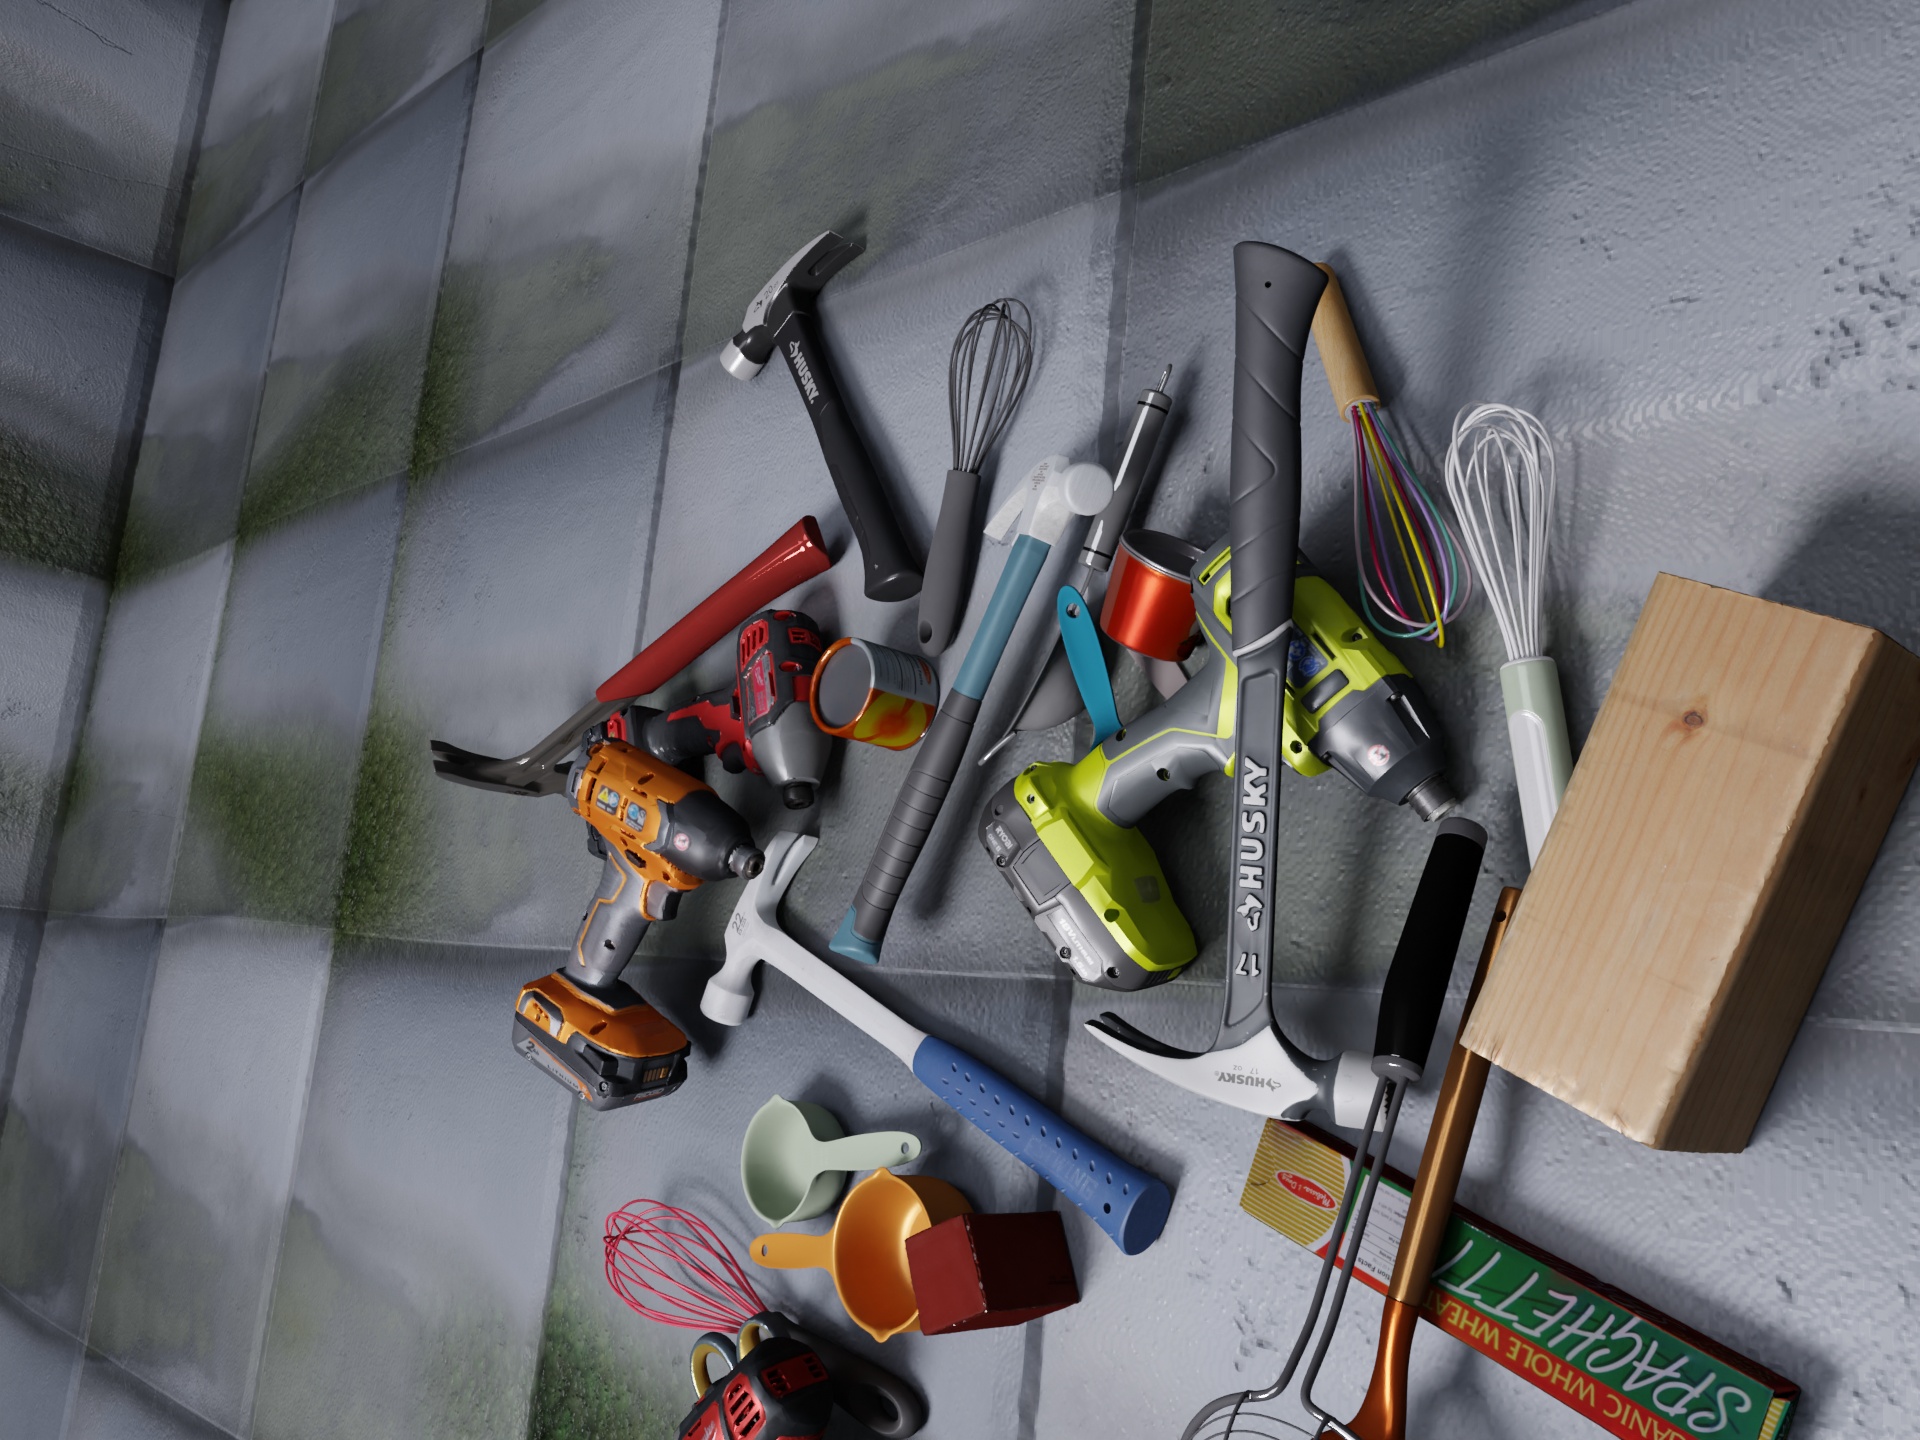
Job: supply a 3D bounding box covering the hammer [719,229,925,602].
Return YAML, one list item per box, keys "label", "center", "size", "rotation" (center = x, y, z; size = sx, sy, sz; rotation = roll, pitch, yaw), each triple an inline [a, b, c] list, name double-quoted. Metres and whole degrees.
- label: "hammer"
  center: [-0.087, -0.213, 1.145]
  size: [0.146, 0.035, 0.335]
  rotation: [-45, 49, 28]

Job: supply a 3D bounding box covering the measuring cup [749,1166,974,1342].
- label: "measuring cup"
  center: [-0.057, 0.318, 0.955]
  size: [0.173, 0.052, 0.095]
  rotation: [-18, 66, 44]

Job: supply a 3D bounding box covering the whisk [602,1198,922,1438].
- label: "whisk"
  center: [-0.134, 0.381, 1.016]
  size: [0.296, 0.073, 0.073]
  rotation: [13, 88, 40]

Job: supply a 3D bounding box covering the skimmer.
- label: "skimmer"
  center: [0.178, 0.214, 0.662]
  size: [0.127, 0.090, 0.363]
  rotation: [-6, 51, 46]

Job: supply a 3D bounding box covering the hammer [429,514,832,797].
- label: "hammer"
  center: [-0.237, -0.043, 1.198]
  size: [0.359, 0.149, 0.037]
  rotation: [-35, 60, 27]

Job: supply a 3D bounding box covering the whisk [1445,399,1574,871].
- label: "whisk"
  center: [0.259, -0.033, 0.732]
  size: [0.058, 0.059, 0.246]
  rotation: [-23, 67, 54]

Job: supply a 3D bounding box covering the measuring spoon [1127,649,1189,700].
- label: "measuring spoon"
  center: [0.114, -0.024, 0.898]
  size: [0.034, 0.018, 0.124]
  rotation: [-51, 47, 23]

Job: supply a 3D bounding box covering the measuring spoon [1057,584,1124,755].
- label: "measuring spoon"
  center: [0.081, -0.016, 0.898]
  size: [0.042, 0.021, 0.128]
  rotation: [-16, 93, 29]

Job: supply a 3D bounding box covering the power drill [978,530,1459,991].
- label: "power drill"
  center: [0.129, 0.033, 0.816]
  size: [0.223, 0.080, 0.171]
  rotation: [-45, 66, 24]

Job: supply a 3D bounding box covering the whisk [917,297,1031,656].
- label: "whisk"
  center: [0.005, -0.158, 1.035]
  size: [0.055, 0.055, 0.239]
  rotation: [13, 93, 47]

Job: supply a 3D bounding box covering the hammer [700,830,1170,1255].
- label: "hammer"
  center: [-0.027, 0.194, 0.970]
  size: [0.406, 0.035, 0.144]
  rotation: [25, 97, 47]

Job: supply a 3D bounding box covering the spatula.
- label: "spatula"
  center: [0.192, 0.224, 0.684]
  size: [0.081, 0.041, 0.323]
  rotation: [7, 76, 55]

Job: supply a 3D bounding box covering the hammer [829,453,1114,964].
- label: "hammer"
  center: [-0.002, -0.003, 0.953]
  size: [0.331, 0.033, 0.128]
  rotation: [-66, 15, 6]

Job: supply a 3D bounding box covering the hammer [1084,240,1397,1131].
- label: "hammer"
  center: [0.137, -0.018, 0.751]
  size: [0.149, 0.036, 0.409]
  rotation: [3, 93, 27]

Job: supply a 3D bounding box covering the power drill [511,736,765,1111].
- label: "power drill"
  center: [-0.215, 0.143, 1.079]
  size: [0.164, 0.084, 0.226]
  rotation: [23, 103, 34]

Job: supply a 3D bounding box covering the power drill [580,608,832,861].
- label: "power drill"
  center: [-0.177, 0.025, 1.149]
  size: [0.219, 0.078, 0.143]
  rotation: [-29, 60, 34]

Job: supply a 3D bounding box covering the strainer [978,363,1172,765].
- label: "strainer"
  center: [0.078, -0.086, 0.931]
  size: [0.087, 0.050, 0.258]
  rotation: [-54, -15, -85]

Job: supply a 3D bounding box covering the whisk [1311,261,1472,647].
- label: "whisk"
  center: [0.211, -0.141, 0.820]
  size: [0.051, 0.047, 0.245]
  rotation: [-32, 53, 34]

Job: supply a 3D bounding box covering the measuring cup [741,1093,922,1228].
- label: "measuring cup"
  center: [-0.072, 0.272, 0.992]
  size: [0.167, 0.038, 0.083]
  rotation: [-19, 65, 41]

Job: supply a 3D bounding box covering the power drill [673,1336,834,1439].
- label: "power drill"
  center: [-0.098, 0.490, 0.893]
  size: [0.227, 0.080, 0.188]
  rotation: [49, 115, 29]
